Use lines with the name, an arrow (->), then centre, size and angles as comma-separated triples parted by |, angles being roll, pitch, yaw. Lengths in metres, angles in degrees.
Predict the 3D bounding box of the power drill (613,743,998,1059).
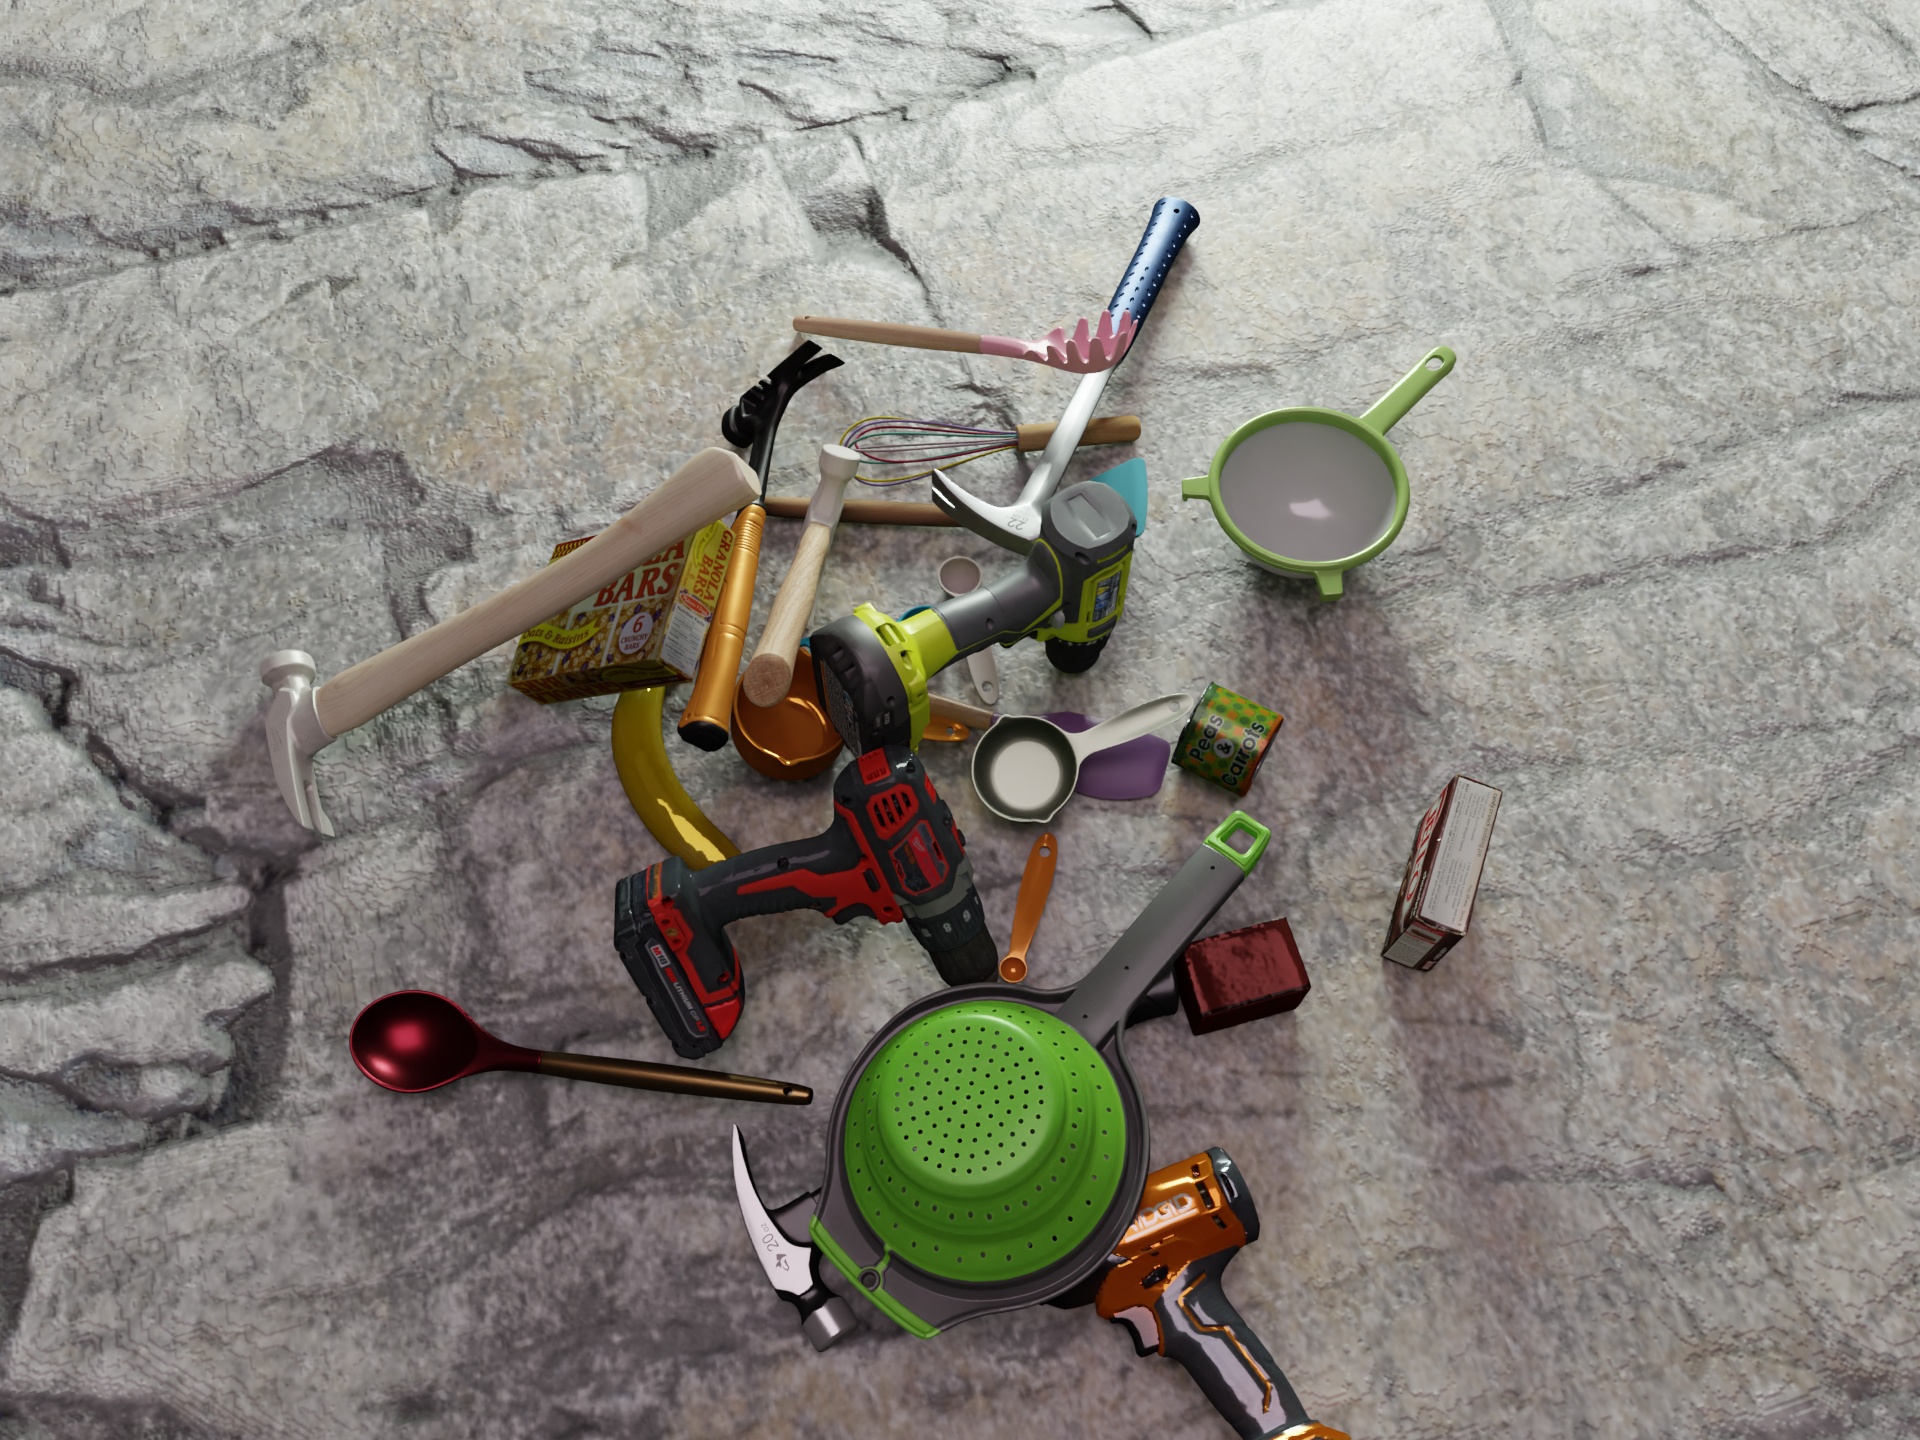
power drill -> -0.094, 0.137, 1.048 | 0.226, 0.187, 0.080 | -24, 24, -1

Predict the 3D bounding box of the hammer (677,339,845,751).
hammer -> -0.155, -0.129, 1.168 | 0.034, 0.127, 0.337 | 28, 52, -31

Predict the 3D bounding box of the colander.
colander -> 0.064, 0.187, 0.985 | 0.205, 0.094, 0.397 | 35, 69, 26

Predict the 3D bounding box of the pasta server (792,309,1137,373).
pasta server -> -0.005, -0.309, 1.263 | 0.316, 0.040, 0.060 | 14, 41, 29

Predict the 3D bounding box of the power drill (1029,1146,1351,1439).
power drill -> 0.132, 0.389, 0.952 | 0.164, 0.084, 0.227 | -20, 61, -8

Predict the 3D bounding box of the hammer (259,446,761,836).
hammer -> -0.318, -0.067, 1.122 | 0.410, 0.038, 0.146 | -27, 65, 12

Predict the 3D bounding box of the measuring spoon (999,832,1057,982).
measuring spoon -> 0.049, 0.131, 1.117 | 0.021, 0.011, 0.117 | 13, 61, 7

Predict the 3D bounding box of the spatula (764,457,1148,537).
spatula -> -0.014, -0.169, 1.244 | 0.317, 0.044, 0.082 | 3, 56, 3

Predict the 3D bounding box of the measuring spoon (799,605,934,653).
measuring spoon -> -0.068, -0.058, 1.201 | 0.128, 0.021, 0.042 | -10, 53, -5

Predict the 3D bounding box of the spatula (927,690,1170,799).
spatula -> -0.002, -0.004, 1.177 | 0.316, 0.018, 0.060 | 17, 73, 8

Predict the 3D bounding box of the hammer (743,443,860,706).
hammer -> -0.112, -0.087, 1.091 | 0.031, 0.130, 0.331 | 16, 23, -6

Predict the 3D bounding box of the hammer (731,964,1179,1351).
hammer -> 0.006, 0.250, 1.044 | 0.335, 0.035, 0.146 | -32, 69, -14

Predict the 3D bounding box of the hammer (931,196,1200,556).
hammer -> 0.108, -0.286, 1.272 | 0.144, 0.035, 0.406 | 19, 57, 11

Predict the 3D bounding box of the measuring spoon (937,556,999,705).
measuring spoon -> 0.009, -0.067, 1.213 | 0.034, 0.018, 0.124 | -11, 71, -7

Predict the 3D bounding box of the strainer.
strainer -> 0.300, -0.197, 1.240 | 0.152, 0.069, 0.256 | 39, 70, 20

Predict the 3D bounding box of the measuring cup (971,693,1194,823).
measuring cup -> 0.088, 0.019, 1.139 | 0.167, 0.038, 0.083 | -22, 80, -1

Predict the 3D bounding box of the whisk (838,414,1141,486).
whisk -> 0.024, -0.227, 1.274 | 0.245, 0.051, 0.047 | -6, 58, -6

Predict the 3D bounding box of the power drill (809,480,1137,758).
power drill -> 0.017, -0.053, 1.101 | 0.228, 0.190, 0.080 | -29, 66, -15

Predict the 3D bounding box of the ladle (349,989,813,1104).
ladle -> -0.250, 0.226, 1.046 | 0.315, 0.031, 0.069 | 5, 64, 10

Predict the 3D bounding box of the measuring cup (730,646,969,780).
measuring cup -> -0.083, 0.006, 1.160 | 0.173, 0.052, 0.095 | 9, 62, -12
